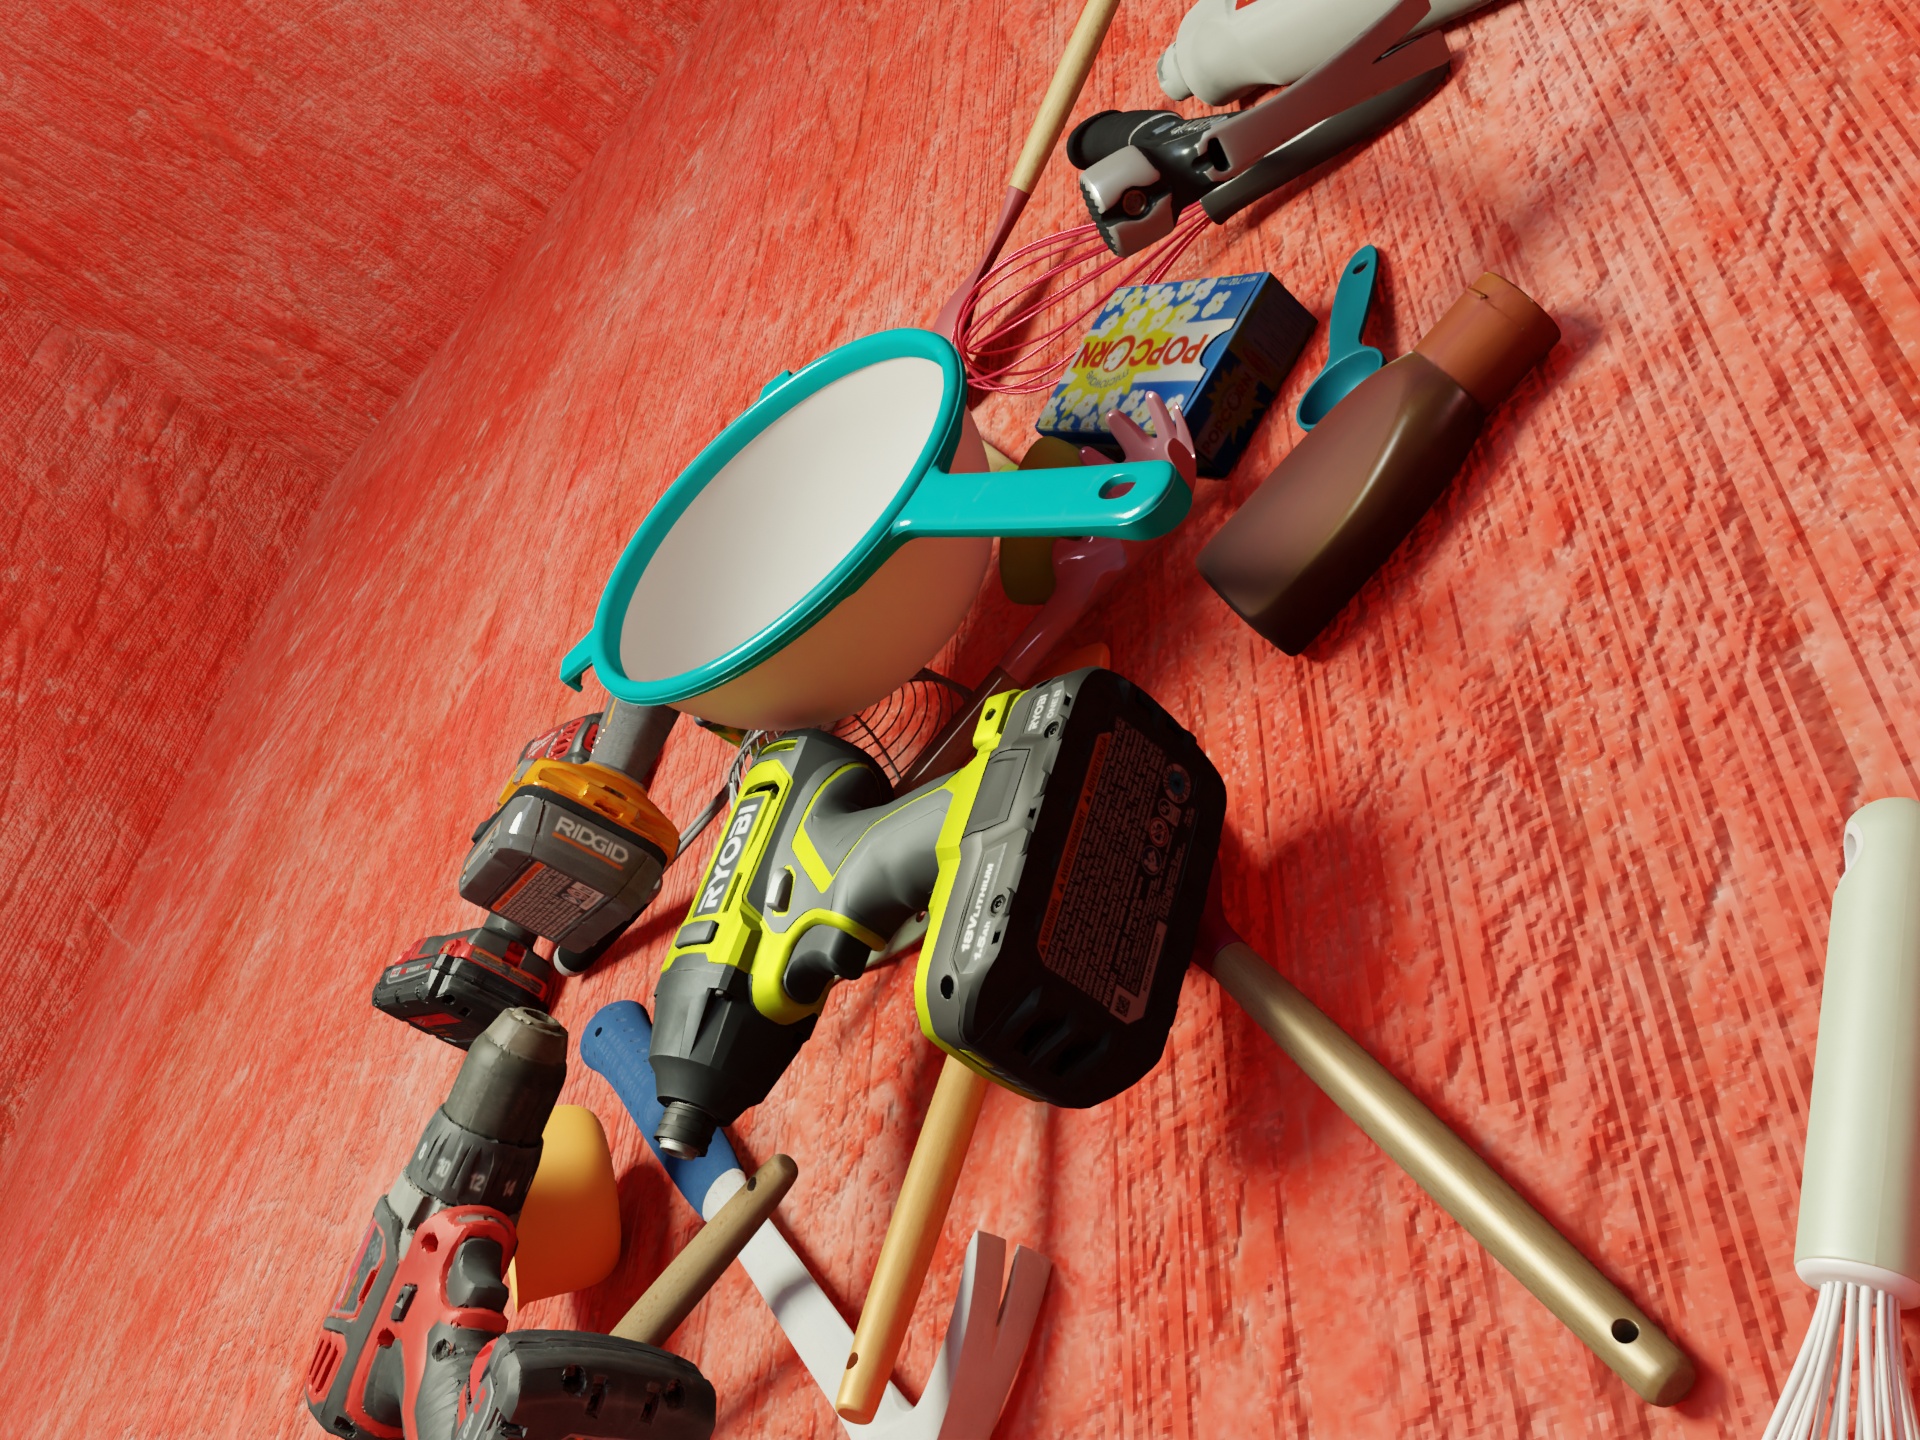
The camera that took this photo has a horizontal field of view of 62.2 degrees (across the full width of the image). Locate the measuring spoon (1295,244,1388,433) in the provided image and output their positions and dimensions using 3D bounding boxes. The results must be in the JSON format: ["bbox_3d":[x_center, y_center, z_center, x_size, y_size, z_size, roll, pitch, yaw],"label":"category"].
[{"bbox_3d":[0.167,-0.157,0.662,0.042,0.021,0.129,-28,31,41],"label":"measuring spoon"}]

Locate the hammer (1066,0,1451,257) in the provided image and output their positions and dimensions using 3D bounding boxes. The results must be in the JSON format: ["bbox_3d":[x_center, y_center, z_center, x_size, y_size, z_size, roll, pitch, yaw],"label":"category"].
[{"bbox_3d":[0.103,-0.286,0.767,0.149,0.036,0.409,-28,19,6],"label":"hammer"}]

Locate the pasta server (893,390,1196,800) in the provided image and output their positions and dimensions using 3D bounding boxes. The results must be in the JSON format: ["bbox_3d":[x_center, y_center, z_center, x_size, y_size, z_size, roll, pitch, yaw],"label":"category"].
[{"bbox_3d":[-0.001,-0.002,0.681,0.316,0.040,0.060,-51,32,5],"label":"pasta server"}]

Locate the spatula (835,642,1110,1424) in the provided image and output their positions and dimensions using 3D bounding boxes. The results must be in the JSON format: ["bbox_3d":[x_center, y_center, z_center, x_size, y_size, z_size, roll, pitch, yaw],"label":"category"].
[{"bbox_3d":[0.005,0.098,0.591,0.081,0.041,0.323,-30,26,39],"label":"spatula"}]

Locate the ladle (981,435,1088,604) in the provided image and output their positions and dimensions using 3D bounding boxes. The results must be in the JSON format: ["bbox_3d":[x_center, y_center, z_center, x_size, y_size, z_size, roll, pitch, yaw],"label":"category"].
[{"bbox_3d":[0.006,-0.135,0.842,0.320,0.062,0.078,-128,41,-63],"label":"ladle"}]

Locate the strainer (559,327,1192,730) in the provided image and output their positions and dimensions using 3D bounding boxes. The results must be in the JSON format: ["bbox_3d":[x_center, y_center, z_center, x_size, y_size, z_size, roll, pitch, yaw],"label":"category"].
[{"bbox_3d":[-0.018,-0.063,0.663,0.340,0.095,0.211,7,58,50],"label":"strainer"}]

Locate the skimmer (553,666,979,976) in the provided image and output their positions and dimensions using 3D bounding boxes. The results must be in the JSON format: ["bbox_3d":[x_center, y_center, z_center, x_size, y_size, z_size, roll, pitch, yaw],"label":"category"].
[{"bbox_3d":[-0.120,0.078,0.848,0.363,0.090,0.127,-42,19,45],"label":"skimmer"}]

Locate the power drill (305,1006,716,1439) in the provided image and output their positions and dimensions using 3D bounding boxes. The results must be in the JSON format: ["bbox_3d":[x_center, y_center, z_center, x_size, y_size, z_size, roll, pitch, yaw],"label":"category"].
[{"bbox_3d":[-0.178,0.228,0.616,0.227,0.080,0.188,19,85,57],"label":"power drill"}]

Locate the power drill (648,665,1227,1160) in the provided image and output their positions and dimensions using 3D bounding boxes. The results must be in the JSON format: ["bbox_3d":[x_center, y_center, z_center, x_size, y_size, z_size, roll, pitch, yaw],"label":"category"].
[{"bbox_3d":[-0.025,0.072,0.562,0.223,0.080,0.171,-17,46,48],"label":"power drill"}]

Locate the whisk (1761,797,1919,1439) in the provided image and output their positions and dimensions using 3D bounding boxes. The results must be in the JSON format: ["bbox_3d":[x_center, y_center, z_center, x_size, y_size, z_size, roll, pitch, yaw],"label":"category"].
[{"bbox_3d":[0.185,0.123,0.326,0.059,0.057,0.246,10,62,23],"label":"whisk"}]

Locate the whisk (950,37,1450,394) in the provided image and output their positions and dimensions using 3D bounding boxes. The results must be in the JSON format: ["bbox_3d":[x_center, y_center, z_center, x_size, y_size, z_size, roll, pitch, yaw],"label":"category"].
[{"bbox_3d":[0.109,-0.248,0.799,0.296,0.073,0.073,-26,41,33],"label":"whisk"}]

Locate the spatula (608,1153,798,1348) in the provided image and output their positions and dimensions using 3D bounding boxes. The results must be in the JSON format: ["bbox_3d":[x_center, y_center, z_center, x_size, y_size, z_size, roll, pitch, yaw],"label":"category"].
[{"bbox_3d":[-0.149,0.283,0.645,0.317,0.044,0.082,-51,30,20],"label":"spatula"}]

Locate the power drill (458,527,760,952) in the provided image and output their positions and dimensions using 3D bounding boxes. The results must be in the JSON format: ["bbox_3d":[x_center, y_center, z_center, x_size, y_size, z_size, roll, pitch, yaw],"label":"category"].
[{"bbox_3d":[-0.172,0.000,0.826,0.164,0.084,0.227,-35,30,55],"label":"power drill"}]

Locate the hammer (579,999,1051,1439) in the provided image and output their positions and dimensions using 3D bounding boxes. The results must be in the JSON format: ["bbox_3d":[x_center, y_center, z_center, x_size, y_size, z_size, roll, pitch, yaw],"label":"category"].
[{"bbox_3d":[-0.093,0.203,0.677,0.144,0.035,0.406,-59,29,-4],"label":"hammer"}]

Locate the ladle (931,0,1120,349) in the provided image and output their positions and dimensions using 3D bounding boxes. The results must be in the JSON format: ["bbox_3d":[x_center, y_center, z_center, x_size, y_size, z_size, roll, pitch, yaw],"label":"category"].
[{"bbox_3d":[0.046,-0.331,0.921,0.069,0.031,0.315,-76,11,-78],"label":"ladle"}]

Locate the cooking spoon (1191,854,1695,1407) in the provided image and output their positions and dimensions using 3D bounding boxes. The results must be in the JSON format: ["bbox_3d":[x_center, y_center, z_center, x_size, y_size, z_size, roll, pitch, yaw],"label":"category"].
[{"bbox_3d":[0.097,0.087,0.489,0.069,0.017,0.319,-38,34,-5],"label":"cooking spoon"}]

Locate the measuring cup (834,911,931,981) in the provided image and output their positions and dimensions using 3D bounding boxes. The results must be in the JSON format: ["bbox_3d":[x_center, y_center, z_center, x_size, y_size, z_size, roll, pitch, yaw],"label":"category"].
[{"bbox_3d":[-0.071,0.106,0.734,0.167,0.038,0.083,-31,38,42],"label":"measuring cup"}]

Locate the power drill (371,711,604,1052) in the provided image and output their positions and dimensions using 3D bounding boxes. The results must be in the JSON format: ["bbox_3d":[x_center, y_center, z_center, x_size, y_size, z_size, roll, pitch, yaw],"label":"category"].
[{"bbox_3d":[-0.290,0.101,1.045,0.143,0.078,0.220,-17,45,50],"label":"power drill"}]

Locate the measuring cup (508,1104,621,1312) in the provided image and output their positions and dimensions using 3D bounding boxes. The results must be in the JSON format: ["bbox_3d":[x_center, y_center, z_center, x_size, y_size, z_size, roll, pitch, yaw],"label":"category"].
[{"bbox_3d":[-0.205,0.234,0.798,0.173,0.052,0.095,155,107,-70],"label":"measuring cup"}]
